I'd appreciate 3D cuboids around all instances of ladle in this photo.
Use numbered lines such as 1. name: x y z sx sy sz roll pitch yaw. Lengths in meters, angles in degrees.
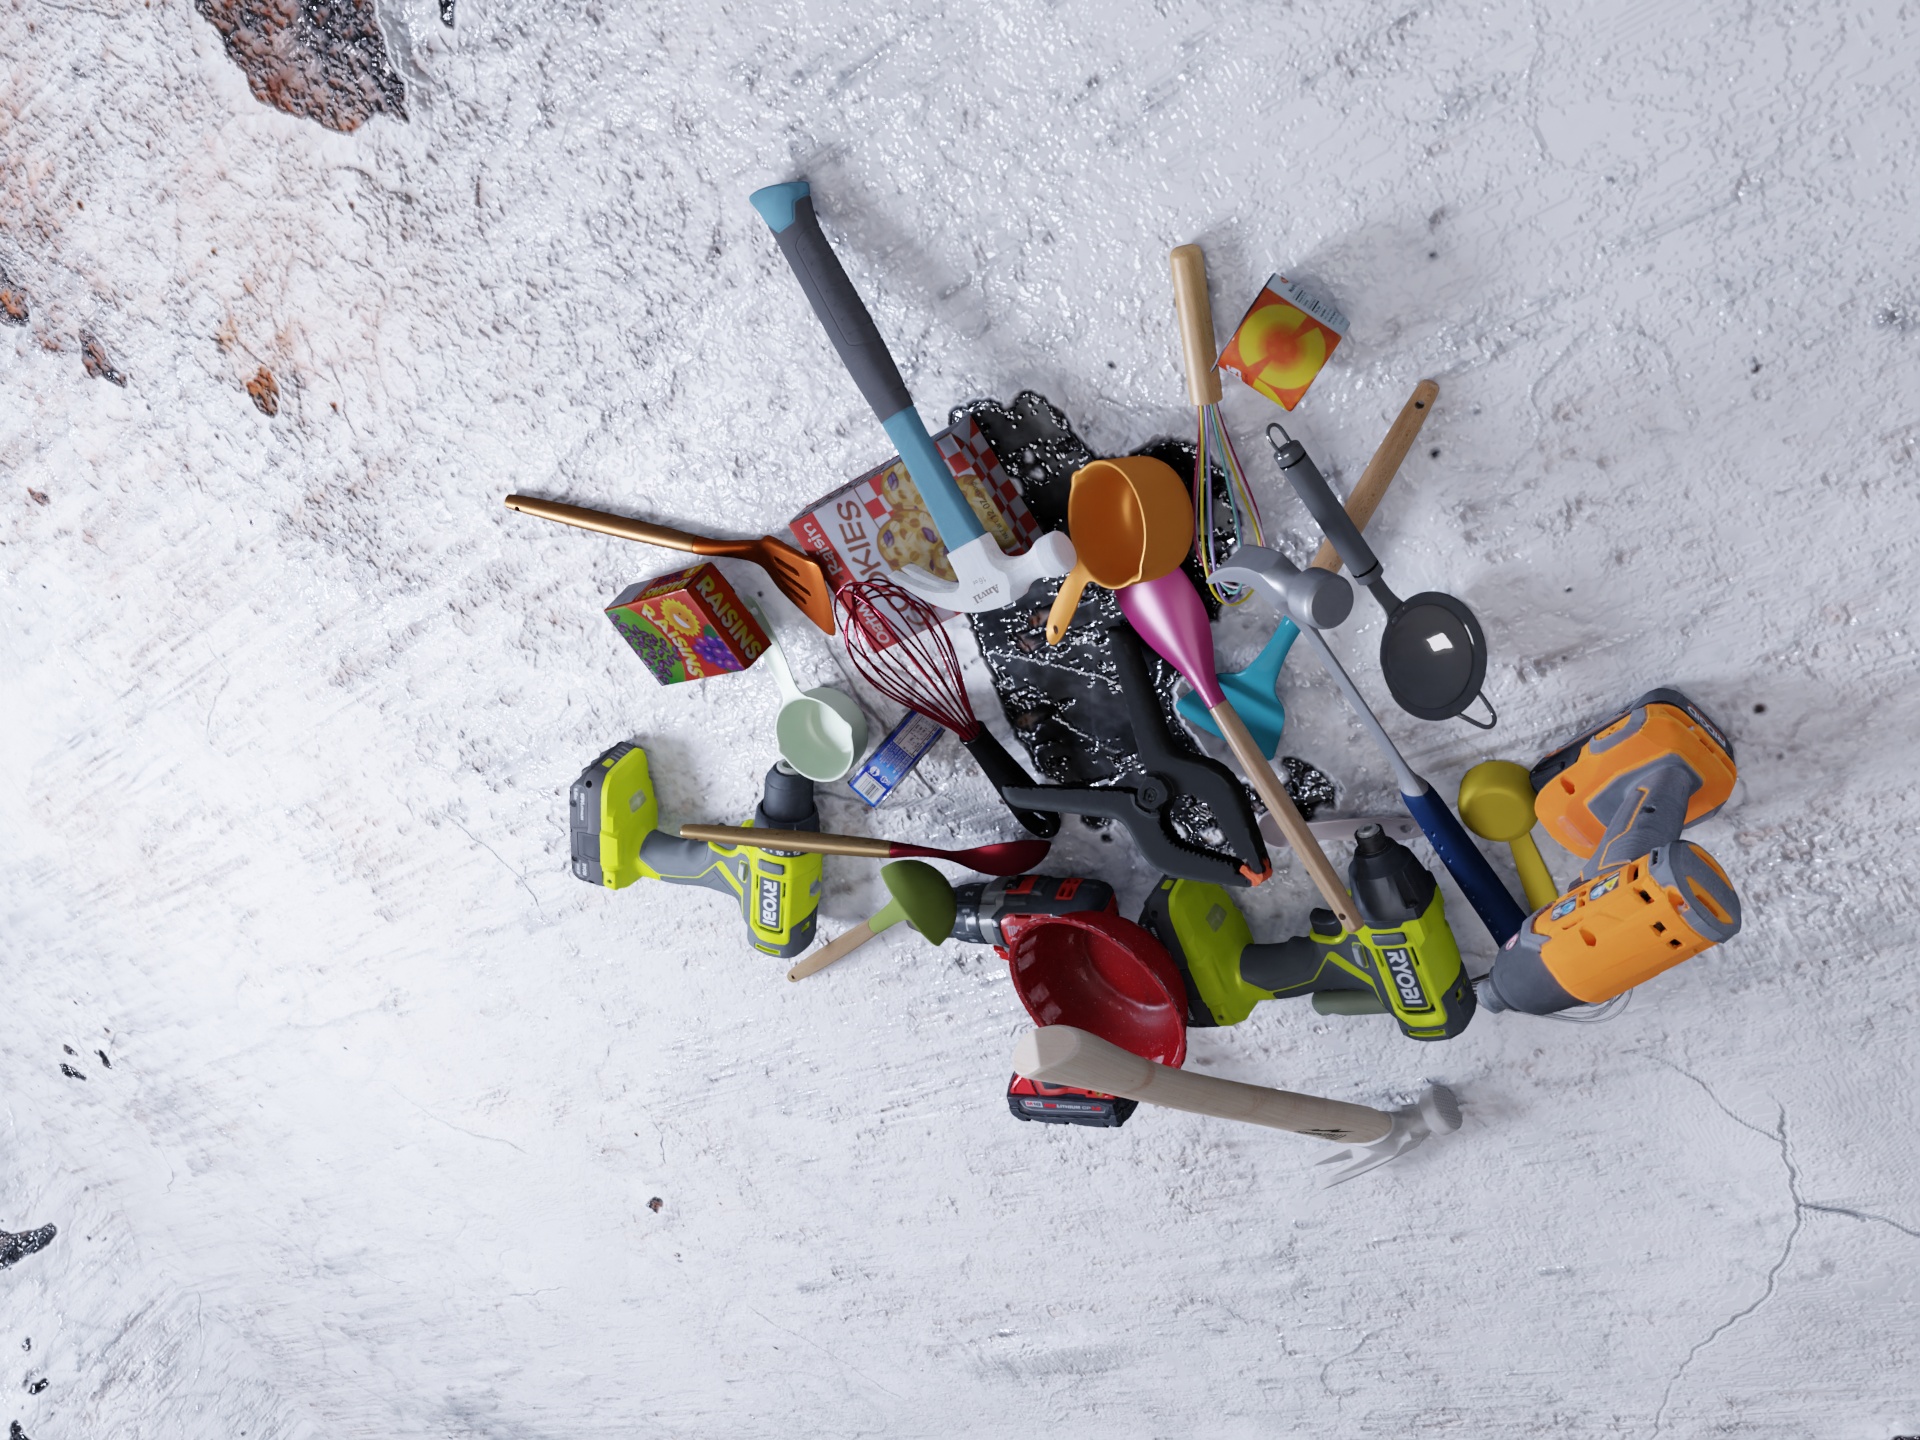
1. ladle: -0.082 0.104 1.322 0.315 0.031 0.069 4 165 11
2. ladle: -0.093 0.191 1.381 0.078 0.062 0.320 53 144 1

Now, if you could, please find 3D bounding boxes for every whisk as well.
1. whisk: -0.002 -0.004 1.216 0.073 0.073 0.295 -14 131 33
2. whisk: 0.381 0.205 1.206 0.246 0.057 0.059 -11 81 35
3. whisk: 0.168 -0.192 1.054 0.047 0.051 0.244 -13 113 -2

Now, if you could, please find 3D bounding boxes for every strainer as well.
1. strainer: 0.270 -0.092 1.039 0.258 0.087 0.050 51 162 -20

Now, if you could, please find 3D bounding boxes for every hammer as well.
1. hammer: 0.299 0.034 1.077 0.035 0.144 0.405 -42 118 -3
2. hammer: -0.049 -0.225 1.101 0.128 0.033 0.331 -26 95 34
3. hammer: 0.199 0.292 1.207 0.410 0.038 0.146 20 135 -33

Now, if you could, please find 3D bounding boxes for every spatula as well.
1. spatula: 0.242 -0.096 1.088 0.082 0.044 0.317 30 125 8
2. spatula: -0.238 -0.141 1.284 0.323 0.041 0.080 15 142 19

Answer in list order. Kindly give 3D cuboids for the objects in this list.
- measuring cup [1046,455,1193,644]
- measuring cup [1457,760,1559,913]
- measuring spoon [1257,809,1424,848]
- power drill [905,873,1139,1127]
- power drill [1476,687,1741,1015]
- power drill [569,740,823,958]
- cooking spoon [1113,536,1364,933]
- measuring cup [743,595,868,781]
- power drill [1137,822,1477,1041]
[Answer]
1. measuring cup: 0.107 -0.113 1.117 0.095 0.052 0.173 61 149 25
2. measuring cup: 0.400 0.100 1.132 0.062 0.029 0.156 -16 111 33
3. measuring spoon: 0.285 0.078 1.189 0.124 0.018 0.034 -1 120 19
4. power drill: 0.059 0.232 1.361 0.188 0.080 0.226 -3 116 28
5. power drill: 0.402 0.090 0.996 0.084 0.226 0.164 44 129 -5
6. power drill: -0.228 0.099 1.416 0.228 0.080 0.190 15 122 15
7. cooking spoon: 0.196 0.011 1.126 0.068 0.017 0.319 -37 83 49
8. measuring cup: -0.131 -0.031 1.311 0.083 0.038 0.167 -19 100 35
9. power drill: 0.255 0.159 1.196 0.223 0.080 0.171 -10 114 38
